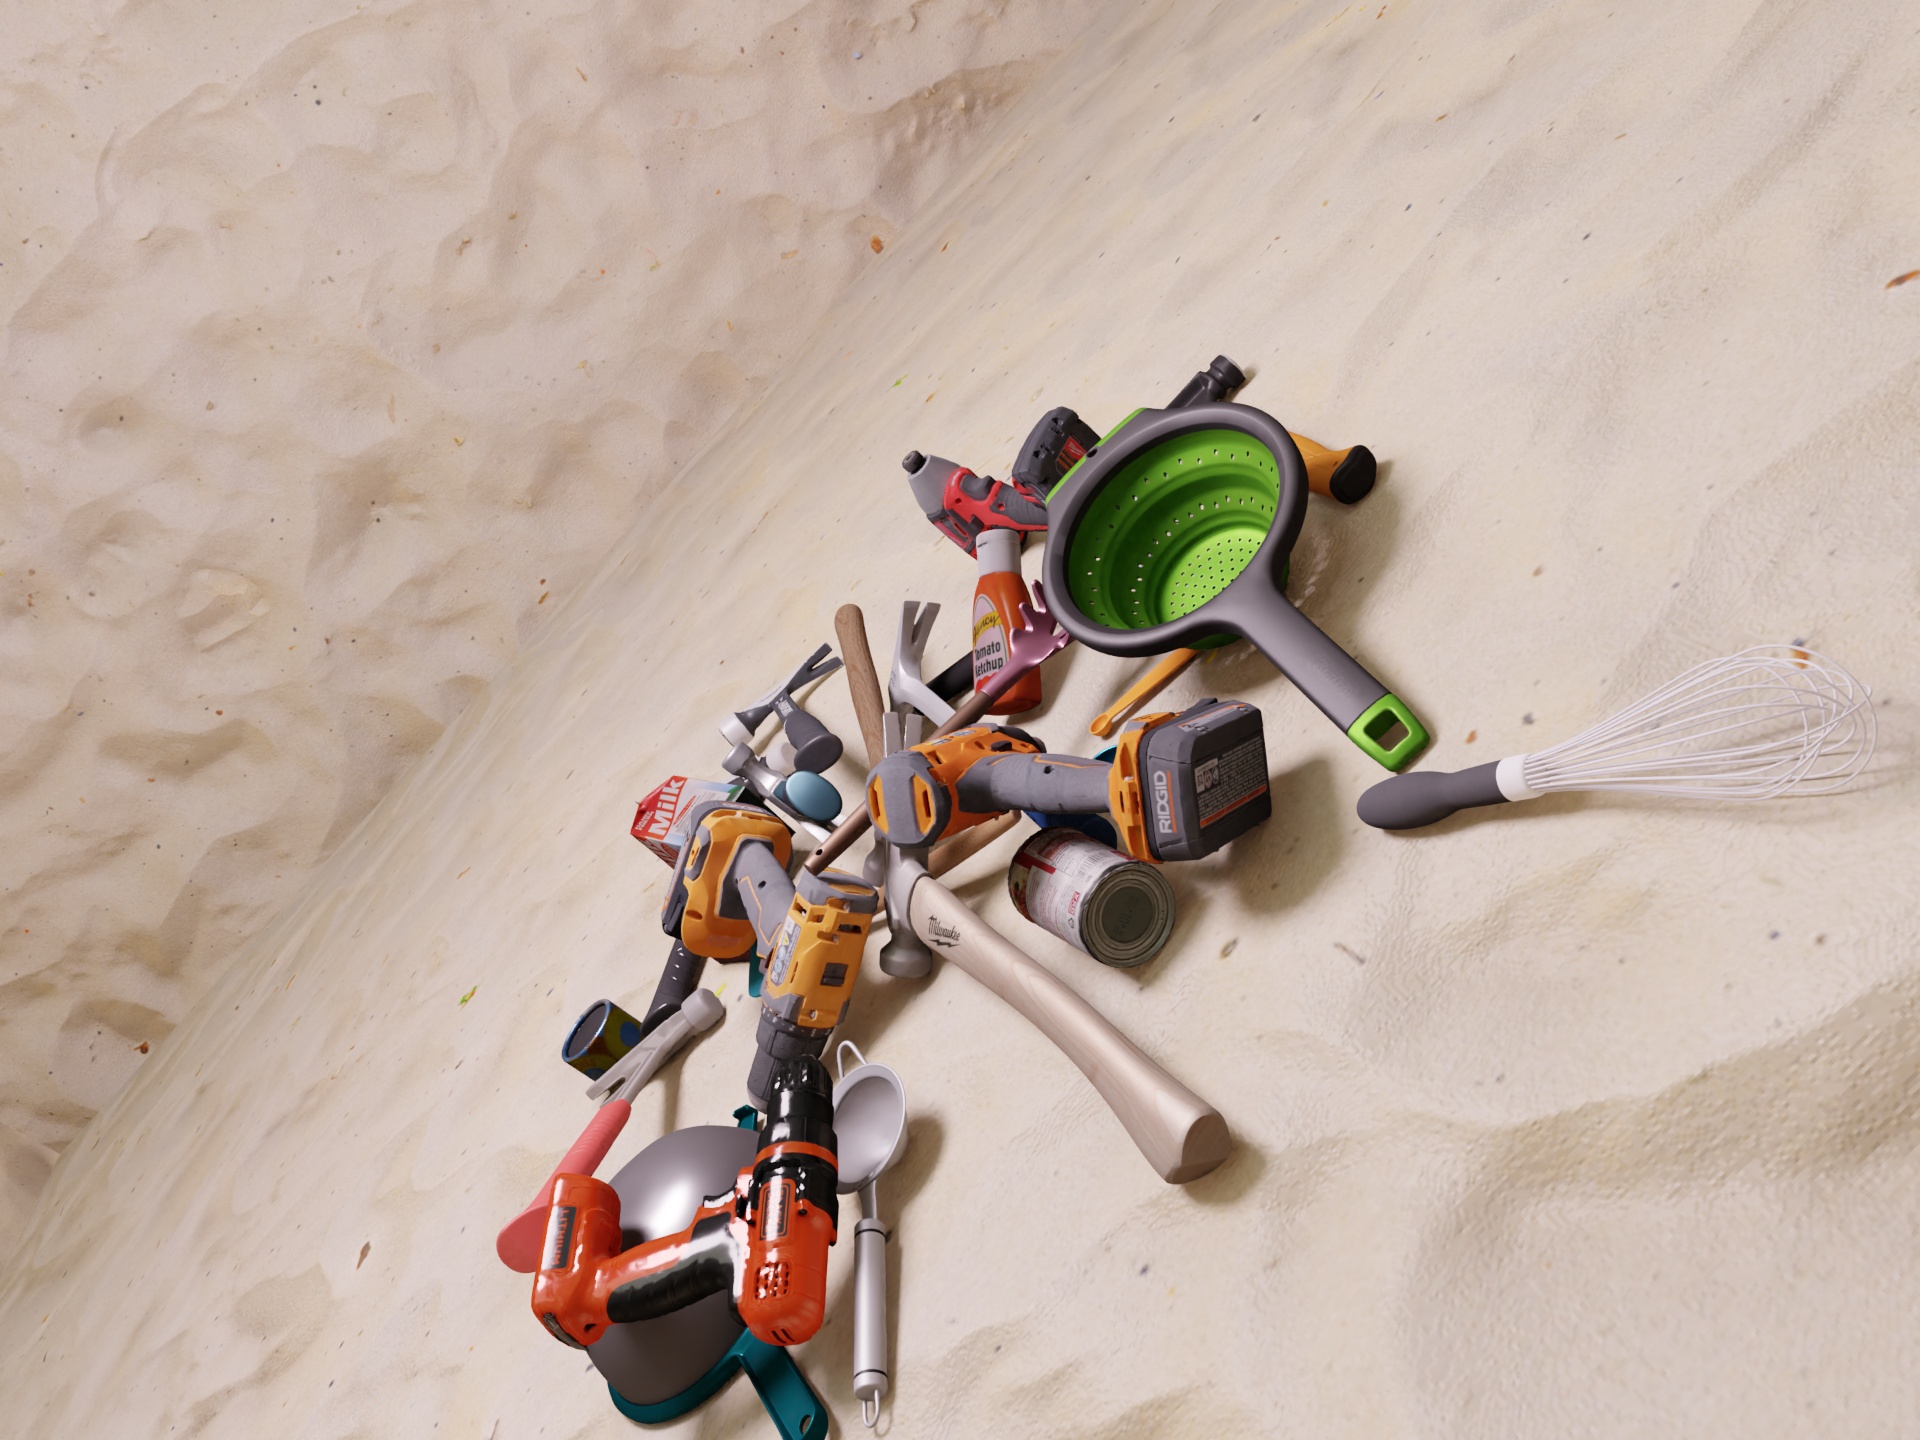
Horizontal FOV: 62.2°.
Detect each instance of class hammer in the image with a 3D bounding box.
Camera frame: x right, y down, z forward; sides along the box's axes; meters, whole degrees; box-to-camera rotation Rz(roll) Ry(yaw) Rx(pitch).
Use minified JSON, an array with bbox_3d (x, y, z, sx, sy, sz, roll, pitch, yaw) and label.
[{"bbox_3d":[-0.132,0.061,1.293,0.033,0.128,0.331,-53,7,-8],"label":"hammer"},{"bbox_3d":[-0.278,0.317,1.210,0.149,0.036,0.359,-43,5,11],"label":"hammer"},{"bbox_3d":[-0.077,-0.009,1.369,0.332,0.031,0.130,-108,27,-55],"label":"hammer"},{"bbox_3d":[0.018,0.018,1.233,0.406,0.035,0.144,-140,55,-62],"label":"hammer"},{"bbox_3d":[0.234,-0.219,1.275,0.127,0.034,0.337,-46,24,5],"label":"hammer"},{"bbox_3d":[0.040,0.153,0.970,0.411,0.038,0.146,-151,61,-62],"label":"hammer"},{"bbox_3d":[-0.154,-0.002,1.524,0.149,0.036,0.409,-40,14,-4],"label":"hammer"},{"bbox_3d":[-0.245,0.166,1.523,0.146,0.035,0.335,-32,29,33],"label":"hammer"}]

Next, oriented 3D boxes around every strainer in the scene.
[{"bbox_3d":[-0.175,0.362,1.025,0.211,0.095,0.340,-53,22,-10],"label":"strainer"},{"bbox_3d":[-0.055,0.308,0.971,0.087,0.050,0.259,-40,30,25],"label":"strainer"}]

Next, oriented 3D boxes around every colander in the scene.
[{"bbox_3d":[0.198,-0.073,1.072,0.204,0.094,0.398,-44,42,7],"label":"colander"}]

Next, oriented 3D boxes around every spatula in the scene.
[{"bbox_3d":[-0.062,0.131,1.218,0.317,0.044,0.082,-37,39,42],"label":"spatula"}]

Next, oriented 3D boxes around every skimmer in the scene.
[{"bbox_3d":[0.063,-0.117,1.345,0.363,0.090,0.127,-35,33,29],"label":"skimmer"}]

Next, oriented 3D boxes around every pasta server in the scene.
[{"bbox_3d":[-0.002,-0.004,1.166,0.316,0.040,0.060,-44,47,-18],"label":"pasta server"}]

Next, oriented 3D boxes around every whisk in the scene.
[{"bbox_3d":[0.301,0.023,0.773,0.284,0.070,0.070,-22,35,55],"label":"whisk"}]

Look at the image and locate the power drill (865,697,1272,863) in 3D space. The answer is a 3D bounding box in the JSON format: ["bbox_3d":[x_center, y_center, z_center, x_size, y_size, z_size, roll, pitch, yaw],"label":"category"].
[{"bbox_3d":[0.075,0.034,1.002,0.226,0.084,0.164,-2,10,34],"label":"power drill"}]

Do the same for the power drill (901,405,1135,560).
[{"bbox_3d":[0.045,-0.210,1.458,0.220,0.143,0.078,-4,51,55],"label":"power drill"}]

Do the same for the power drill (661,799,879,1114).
[{"bbox_3d":[-0.153,0.175,1.219,0.226,0.084,0.185,30,105,54],"label":"power drill"}]

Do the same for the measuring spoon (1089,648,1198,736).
[{"bbox_3d":[0.142,-0.026,1.175,0.117,0.011,0.021,-40,24,10],"label":"measuring spoon"}]

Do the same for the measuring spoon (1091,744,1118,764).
[{"bbox_3d":[0.140,0.032,1.087,0.128,0.021,0.042,-12,41,41],"label":"measuring spoon"}]
